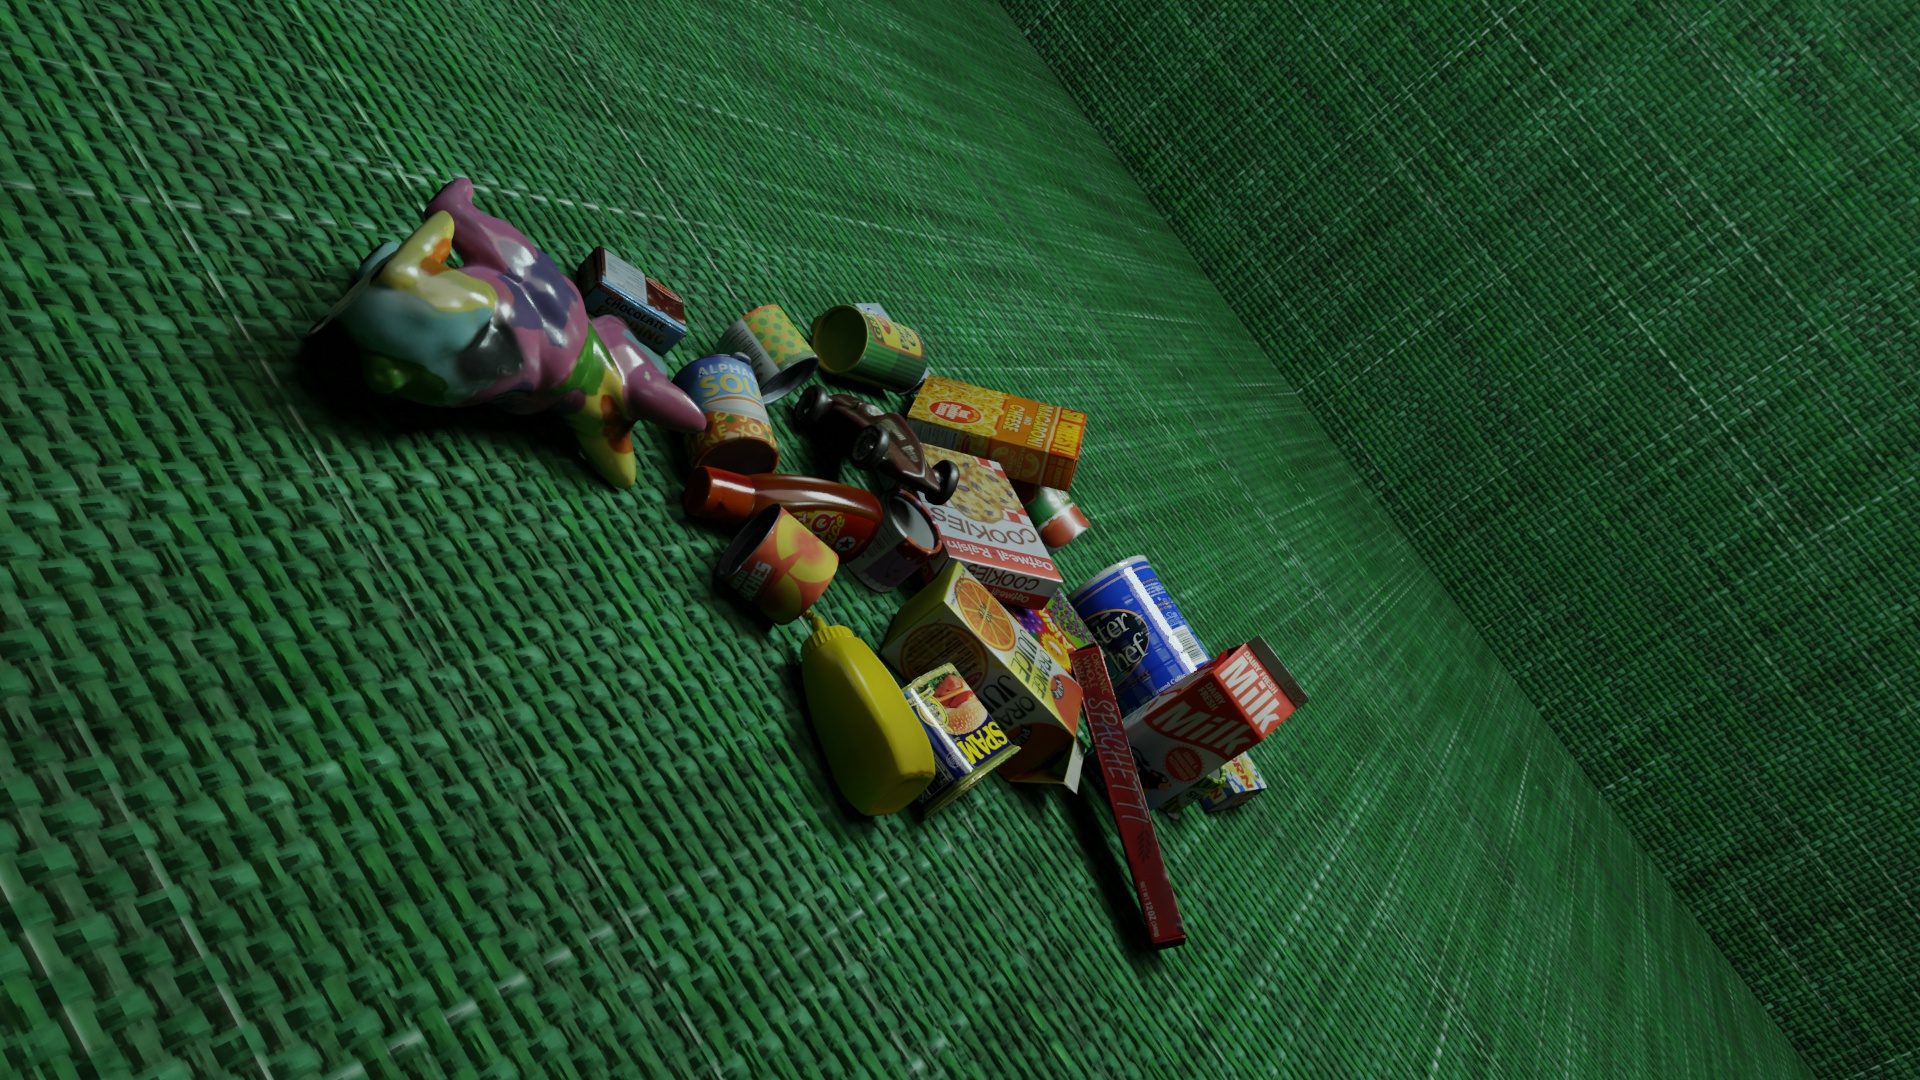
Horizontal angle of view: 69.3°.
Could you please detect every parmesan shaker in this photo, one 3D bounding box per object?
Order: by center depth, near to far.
[{"bbox_3d":[-0.087,-0.184,1.330,0.103,0.071,0.071,9,47,-57],"label":"parmesan shaker"}]

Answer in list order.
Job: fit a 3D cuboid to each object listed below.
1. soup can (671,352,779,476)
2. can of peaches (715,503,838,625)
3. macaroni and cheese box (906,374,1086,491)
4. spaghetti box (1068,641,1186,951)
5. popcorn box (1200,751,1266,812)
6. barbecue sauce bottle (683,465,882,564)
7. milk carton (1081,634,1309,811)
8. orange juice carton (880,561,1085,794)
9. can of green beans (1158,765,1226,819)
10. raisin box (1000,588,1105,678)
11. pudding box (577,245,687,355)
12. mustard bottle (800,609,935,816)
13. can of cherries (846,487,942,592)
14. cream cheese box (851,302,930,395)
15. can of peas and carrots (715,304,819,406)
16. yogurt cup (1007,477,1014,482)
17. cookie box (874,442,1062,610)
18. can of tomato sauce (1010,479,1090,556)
[{"bbox_3d":[-0.174,-0.088,1.032,0.071,0.071,0.084,23,36,-47],"label":"soup can"},{"bbox_3d":[-0.128,0.019,0.969,0.058,0.071,0.071,42,25,-21],"label":"can of peaches"},{"bbox_3d":[0.035,-0.107,1.364,0.166,0.040,0.124,15,27,3],"label":"macaroni and cheese box"},{"bbox_3d":[0.134,0.206,1.133,0.050,0.029,0.251,72,2,-65],"label":"spaghetti box"},{"bbox_3d":[0.246,0.205,1.391,0.085,0.038,0.127,10,46,-57],"label":"popcorn box"},{"bbox_3d":[-0.132,-0.022,1.028,0.148,0.064,0.044,14,40,-41],"label":"barbecue sauce bottle"},{"bbox_3d":[0.202,0.159,1.192,0.072,0.190,0.074,53,24,4],"label":"milk carton"},{"bbox_3d":[0.032,0.117,1.099,0.192,0.073,0.072,46,24,-12],"label":"orange juice carton"},{"bbox_3d":[0.203,0.211,1.284,0.071,0.057,0.071,40,26,-24],"label":"can of green beans"},{"bbox_3d":[0.073,0.090,1.253,0.086,0.040,0.123,56,23,10],"label":"raisin box"},{"bbox_3d":[-0.255,-0.186,1.081,0.083,0.030,0.050,30,30,-39],"label":"pudding box"},{"bbox_3d":[-0.073,0.107,0.944,0.049,0.065,0.161,13,40,-48],"label":"mustard bottle"},{"bbox_3d":[-0.056,-0.001,1.130,0.071,0.058,0.072,39,27,-24],"label":"can of cherries"},{"bbox_3d":[-0.074,-0.197,1.419,0.104,0.024,0.053,54,24,6],"label":"cream cheese box"},{"bbox_3d":[-0.160,-0.155,1.158,0.059,0.070,0.071,53,24,6],"label":"can of peas and carrots"},{"bbox_3d":[0.052,-0.098,1.453,0.072,0.072,0.054,40,34,-24],"label":"yogurt cup"},{"bbox_3d":[0.004,-0.015,1.224,0.123,0.040,0.168,13,35,-33],"label":"cookie box"},{"bbox_3d":[0.082,-0.029,1.398,0.083,0.071,0.071,53,24,3],"label":"can of tomato sauce"}]
